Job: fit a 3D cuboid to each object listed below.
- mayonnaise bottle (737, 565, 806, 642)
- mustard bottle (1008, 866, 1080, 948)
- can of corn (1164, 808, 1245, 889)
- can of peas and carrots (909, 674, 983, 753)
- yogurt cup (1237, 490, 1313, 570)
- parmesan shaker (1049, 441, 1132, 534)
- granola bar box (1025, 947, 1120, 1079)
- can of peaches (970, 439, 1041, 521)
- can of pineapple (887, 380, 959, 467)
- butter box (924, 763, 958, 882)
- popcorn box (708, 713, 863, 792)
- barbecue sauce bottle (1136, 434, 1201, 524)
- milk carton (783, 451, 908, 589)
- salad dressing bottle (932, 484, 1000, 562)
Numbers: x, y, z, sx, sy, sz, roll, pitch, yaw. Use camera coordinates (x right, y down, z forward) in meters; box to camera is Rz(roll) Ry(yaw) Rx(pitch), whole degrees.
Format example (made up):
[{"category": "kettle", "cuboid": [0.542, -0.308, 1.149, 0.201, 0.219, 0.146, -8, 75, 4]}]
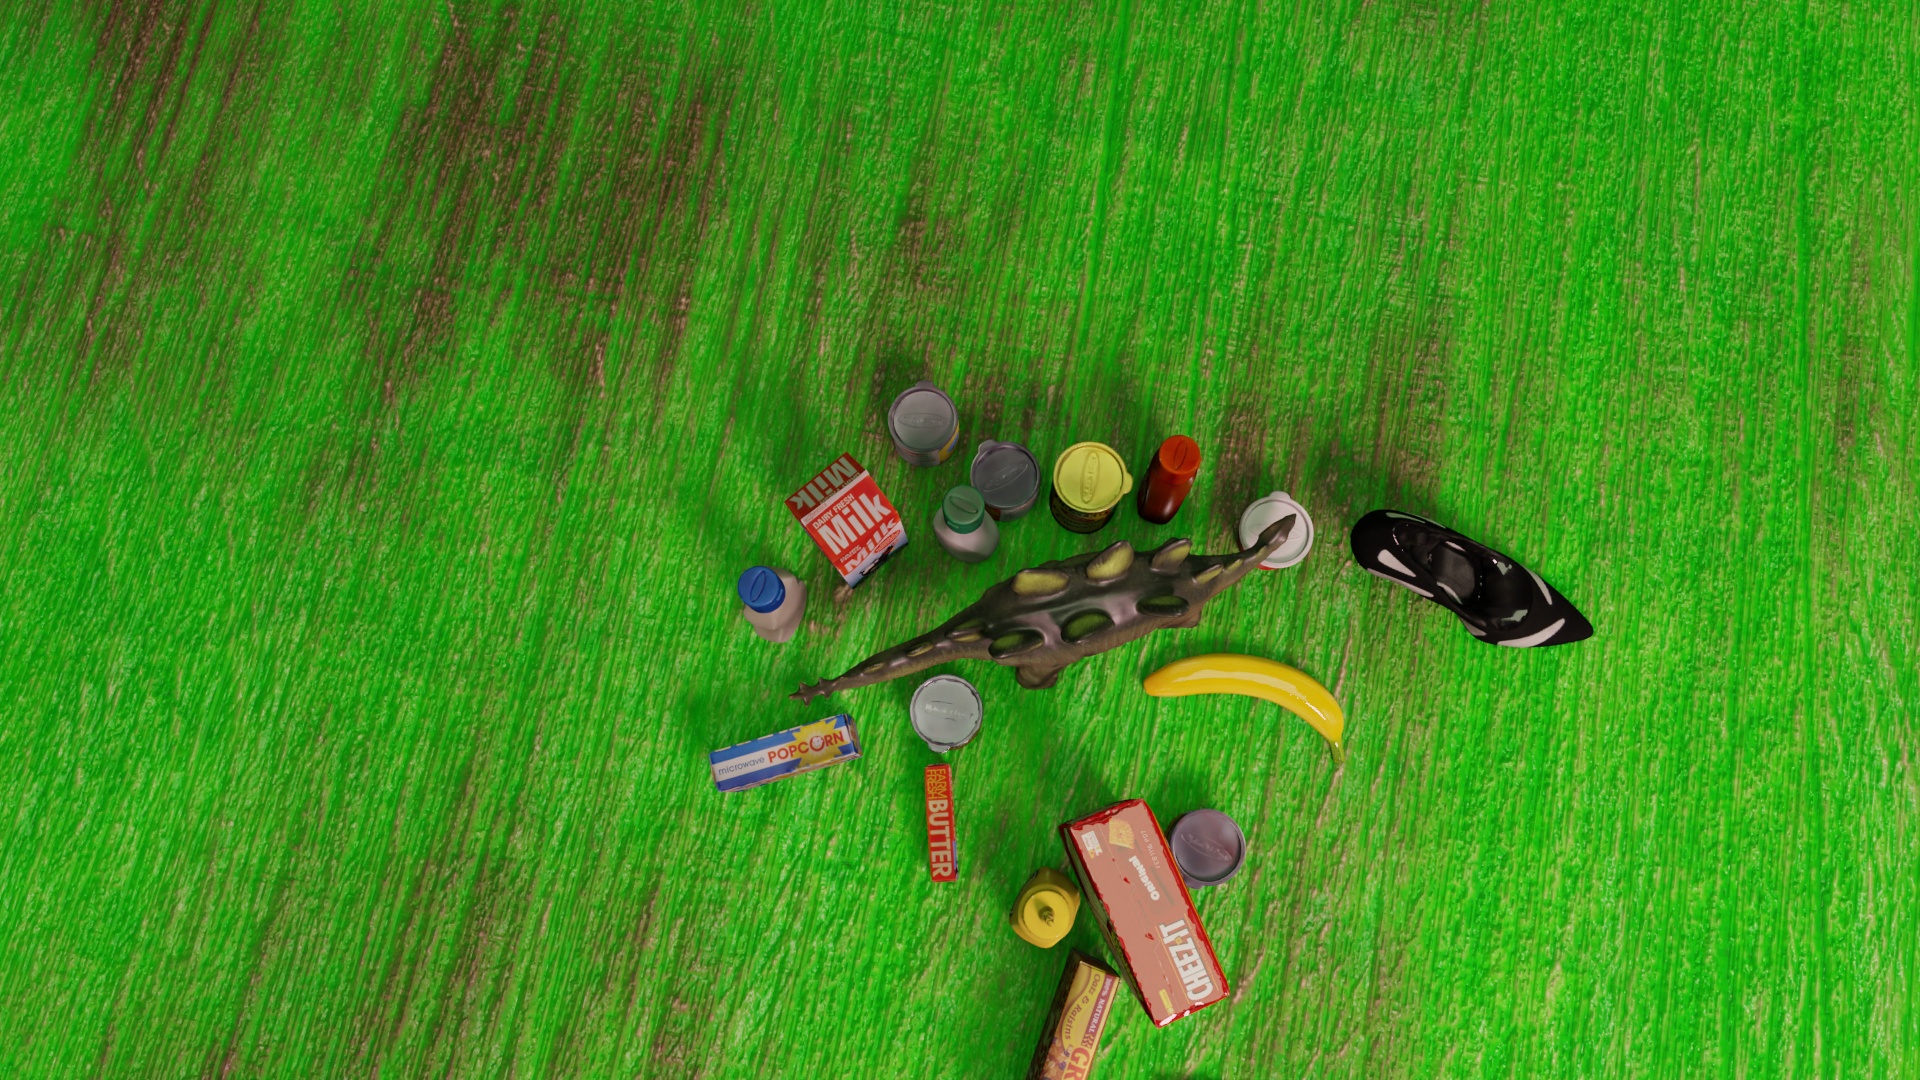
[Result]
[{"category": "mayonnaise bottle", "cuboid": [-0.170, 0.053, 1.249, 0.041, 0.148, 0.065, 19, 79, 5]}, {"category": "mustard bottle", "cuboid": [0.072, 0.314, 1.181, 0.049, 0.160, 0.065, 32, 81, 7]}, {"category": "can of corn", "cuboid": [0.215, 0.275, 1.239, 0.071, 0.058, 0.071, 0, 78, 1]}, {"category": "can of peas and carrots", "cuboid": [-0.012, 0.160, 1.268, 0.071, 0.058, 0.071, 0, 78, 1]}, {"category": "yogurt cup", "cuboid": [0.291, -0.003, 1.300, 0.072, 0.054, 0.072, 0, 78, 1]}, {"category": "parmesan shaker", "cuboid": [0.119, -0.046, 1.287, 0.071, 0.103, 0.071, 0, 78, 1]}, {"category": "granola bar box", "cuboid": [0.087, 0.436, 1.173, 0.039, 0.124, 0.166, 20, 79, 5]}, {"category": "can of peaches", "cuboid": [0.041, -0.057, 1.314, 0.071, 0.058, 0.071, 0, 78, 1]}, {"category": "can of pineapple", "cuboid": [-0.033, -0.110, 1.327, 0.071, 0.057, 0.071, 0, 78, 1]}, {"category": "butter box", "cuboid": [-0.017, 0.254, 1.251, 0.024, 0.053, 0.103, -4, 78, 1]}, {"category": "popcorn box", "cuboid": [-0.155, 0.193, 1.250, 0.127, 0.085, 0.038, -16, 78, -2]}, {"category": "barbecue sauce bottle", "cuboid": [0.191, -0.059, 1.265, 0.044, 0.148, 0.065, 18, 79, 5]}, {"category": "milk carton", "cuboid": [-0.101, -0.019, 1.241, 0.072, 0.190, 0.073, -39, 80, -6]}, {"category": "salad dressing bottle", "cuboid": [0.004, -0.016, 1.260, 0.064, 0.147, 0.044, 30, 81, 7]}]
